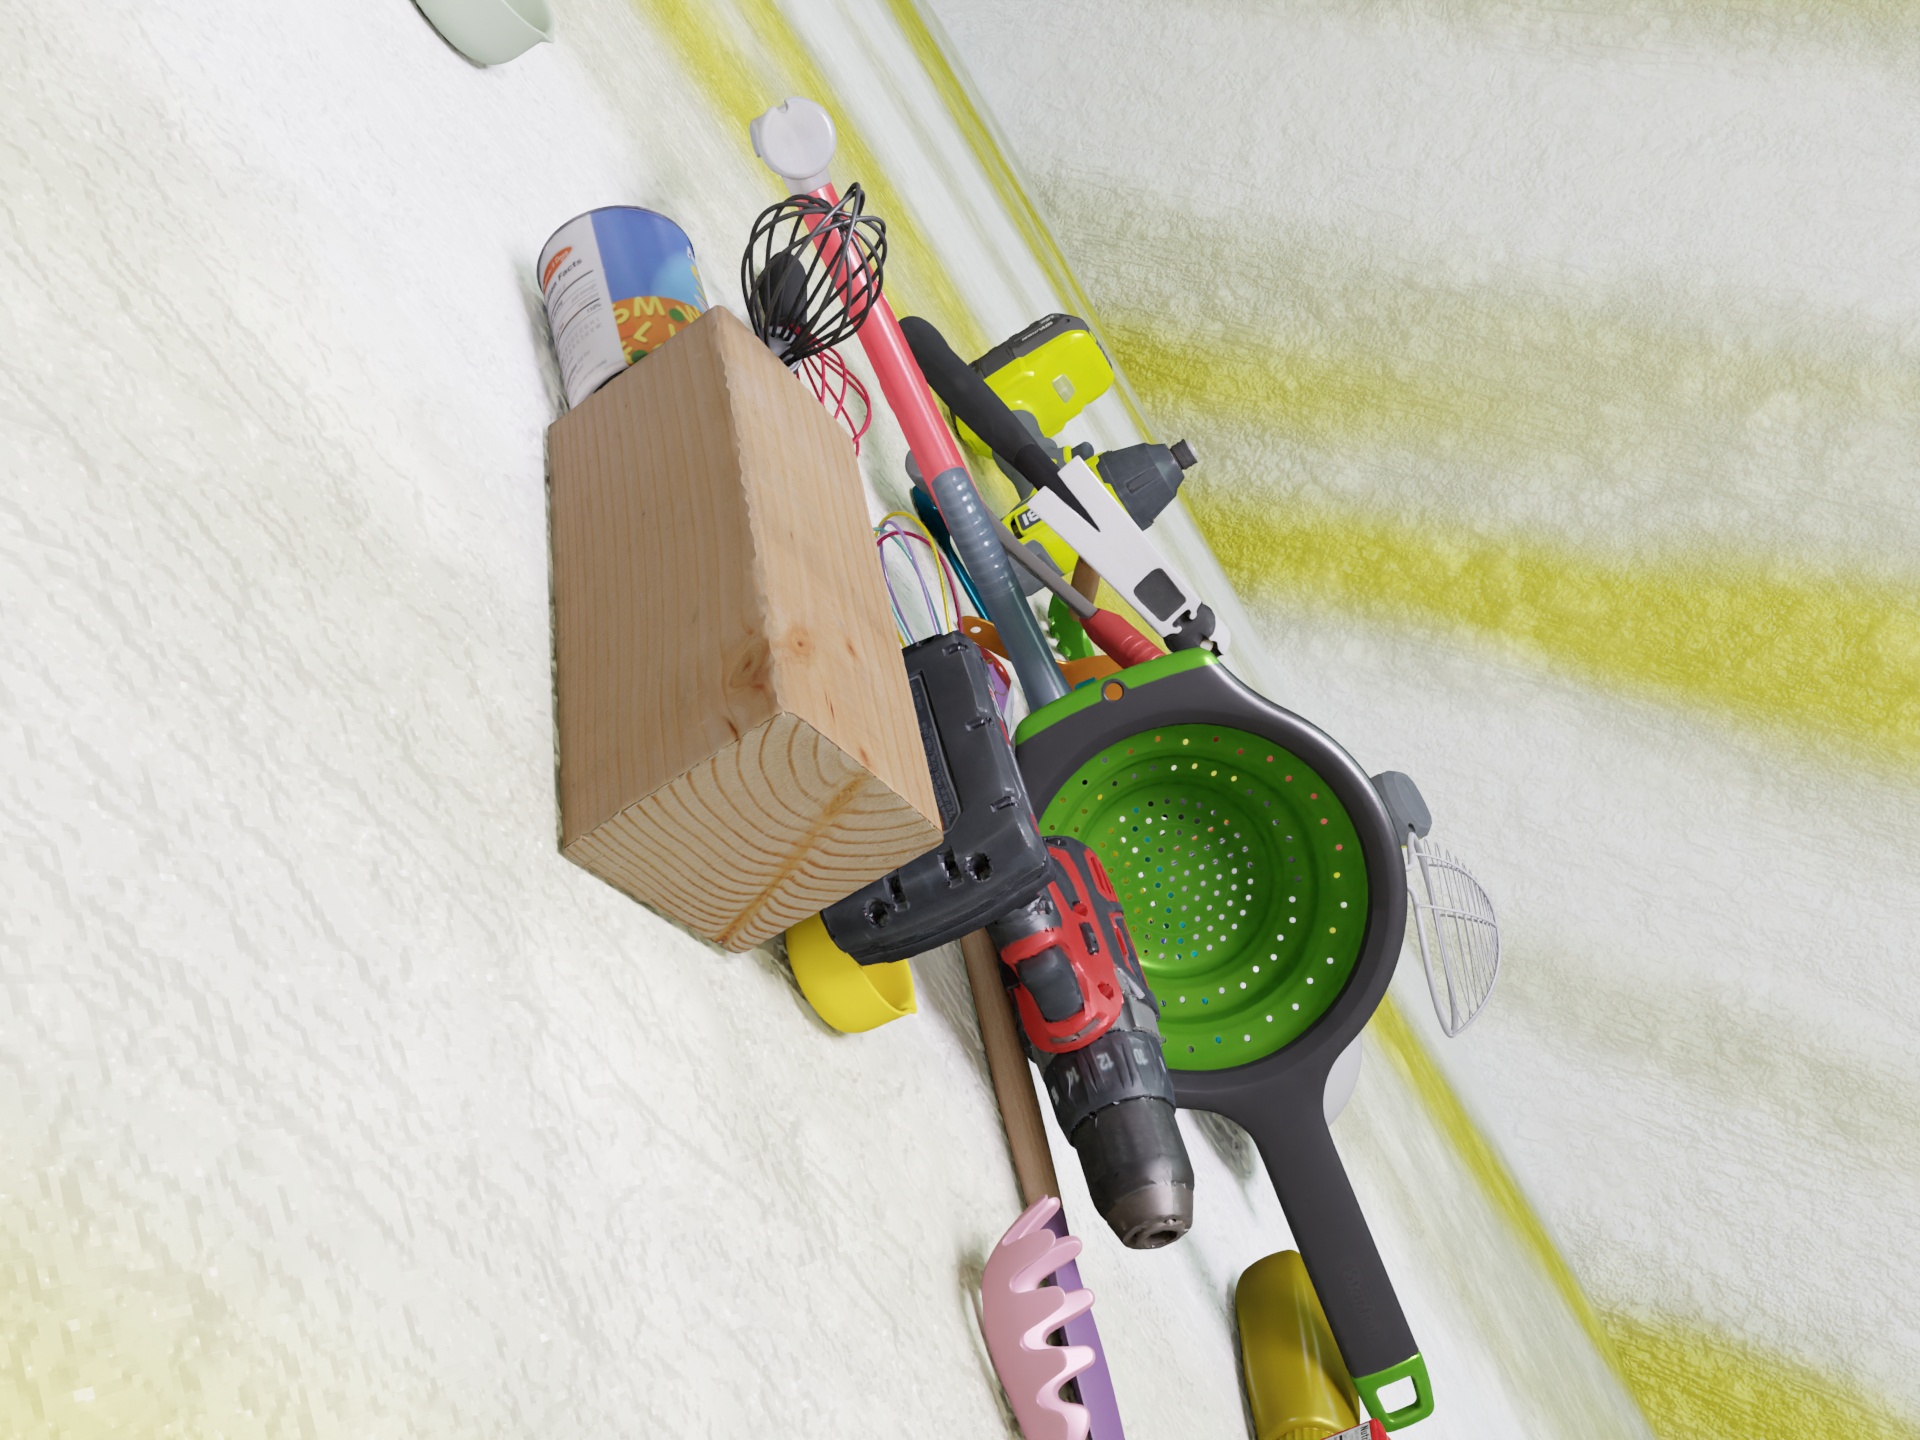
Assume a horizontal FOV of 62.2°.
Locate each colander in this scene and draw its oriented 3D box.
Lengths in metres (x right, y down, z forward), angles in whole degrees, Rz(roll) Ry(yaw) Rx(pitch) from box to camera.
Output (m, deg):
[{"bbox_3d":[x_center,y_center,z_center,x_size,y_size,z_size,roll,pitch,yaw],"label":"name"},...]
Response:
[{"bbox_3d":[0.145,0.162,0.813,0.094,0.204,0.397,-109,177,-89],"label":"colander"}]

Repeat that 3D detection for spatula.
[{"bbox_3d":[0.032,0.188,0.681,0.059,0.018,0.316,59,12,-53],"label":"spatula"}]

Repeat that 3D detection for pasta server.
[{"bbox_3d":[0.065,0.320,0.529,0.060,0.040,0.316,54,15,-65],"label":"pasta server"}]

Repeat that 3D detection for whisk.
[{"bbox_3d":[-0.095,-0.205,0.881,0.073,0.073,0.296,52,14,-32],"label":"whisk"},{"bbox_3d":[0.000,-0.004,0.860,0.245,0.047,0.051,69,16,13],"label":"whisk"},{"bbox_3d":[-0.076,-0.150,0.663,0.055,0.055,0.239,63,-21,4],"label":"whisk"}]

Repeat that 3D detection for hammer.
[{"bbox_3d":[0.032,-0.159,0.921,0.146,0.035,0.335,40,10,-43],"label":"hammer"},{"bbox_3d":[-0.016,-0.152,0.886,0.386,0.038,0.143,64,0,-19],"label":"hammer"},{"bbox_3d":[0.104,-0.038,0.948,0.359,0.037,0.149,44,1,32],"label":"hammer"}]

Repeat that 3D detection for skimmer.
[{"bbox_3d":[0.178,0.088,0.940,0.363,0.090,0.127,21,49,-19],"label":"skimmer"}]

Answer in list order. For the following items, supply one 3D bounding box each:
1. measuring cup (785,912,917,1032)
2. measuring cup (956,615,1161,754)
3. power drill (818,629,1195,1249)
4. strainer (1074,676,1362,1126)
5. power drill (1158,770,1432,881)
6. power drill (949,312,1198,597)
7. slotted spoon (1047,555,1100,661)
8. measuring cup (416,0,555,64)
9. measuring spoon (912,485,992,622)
[{"bbox_3d":[-0.040,0.077,0.638,0.062,0.029,0.156,60,9,-11],"label":"measuring cup"},{"bbox_3d":[0.066,-0.013,1.046,0.173,0.095,0.052,28,39,-30],"label":"measuring cup"},{"bbox_3d":[0.026,0.093,0.627,0.226,0.080,0.188,54,15,-48],"label":"power drill"},{"bbox_3d":[0.174,0.116,1.007,0.211,0.095,0.340,-92,159,-78],"label":"strainer"},{"bbox_3d":[0.243,0.106,1.235,0.228,0.190,0.080,2,60,-56],"label":"power drill"},{"bbox_3d":[0.082,-0.214,1.244,0.080,0.171,0.223,46,19,-44],"label":"power drill"},{"bbox_3d":[0.085,-0.085,1.142,0.313,0.031,0.070,80,-15,-82],"label":"slotted spoon"},{"bbox_3d":[-0.222,-0.355,0.765,0.083,0.038,0.168,56,15,-19],"label":"measuring cup"},{"bbox_3d":[0.007,-0.109,1.093,0.128,0.021,0.042,60,16,-5],"label":"measuring spoon"}]
